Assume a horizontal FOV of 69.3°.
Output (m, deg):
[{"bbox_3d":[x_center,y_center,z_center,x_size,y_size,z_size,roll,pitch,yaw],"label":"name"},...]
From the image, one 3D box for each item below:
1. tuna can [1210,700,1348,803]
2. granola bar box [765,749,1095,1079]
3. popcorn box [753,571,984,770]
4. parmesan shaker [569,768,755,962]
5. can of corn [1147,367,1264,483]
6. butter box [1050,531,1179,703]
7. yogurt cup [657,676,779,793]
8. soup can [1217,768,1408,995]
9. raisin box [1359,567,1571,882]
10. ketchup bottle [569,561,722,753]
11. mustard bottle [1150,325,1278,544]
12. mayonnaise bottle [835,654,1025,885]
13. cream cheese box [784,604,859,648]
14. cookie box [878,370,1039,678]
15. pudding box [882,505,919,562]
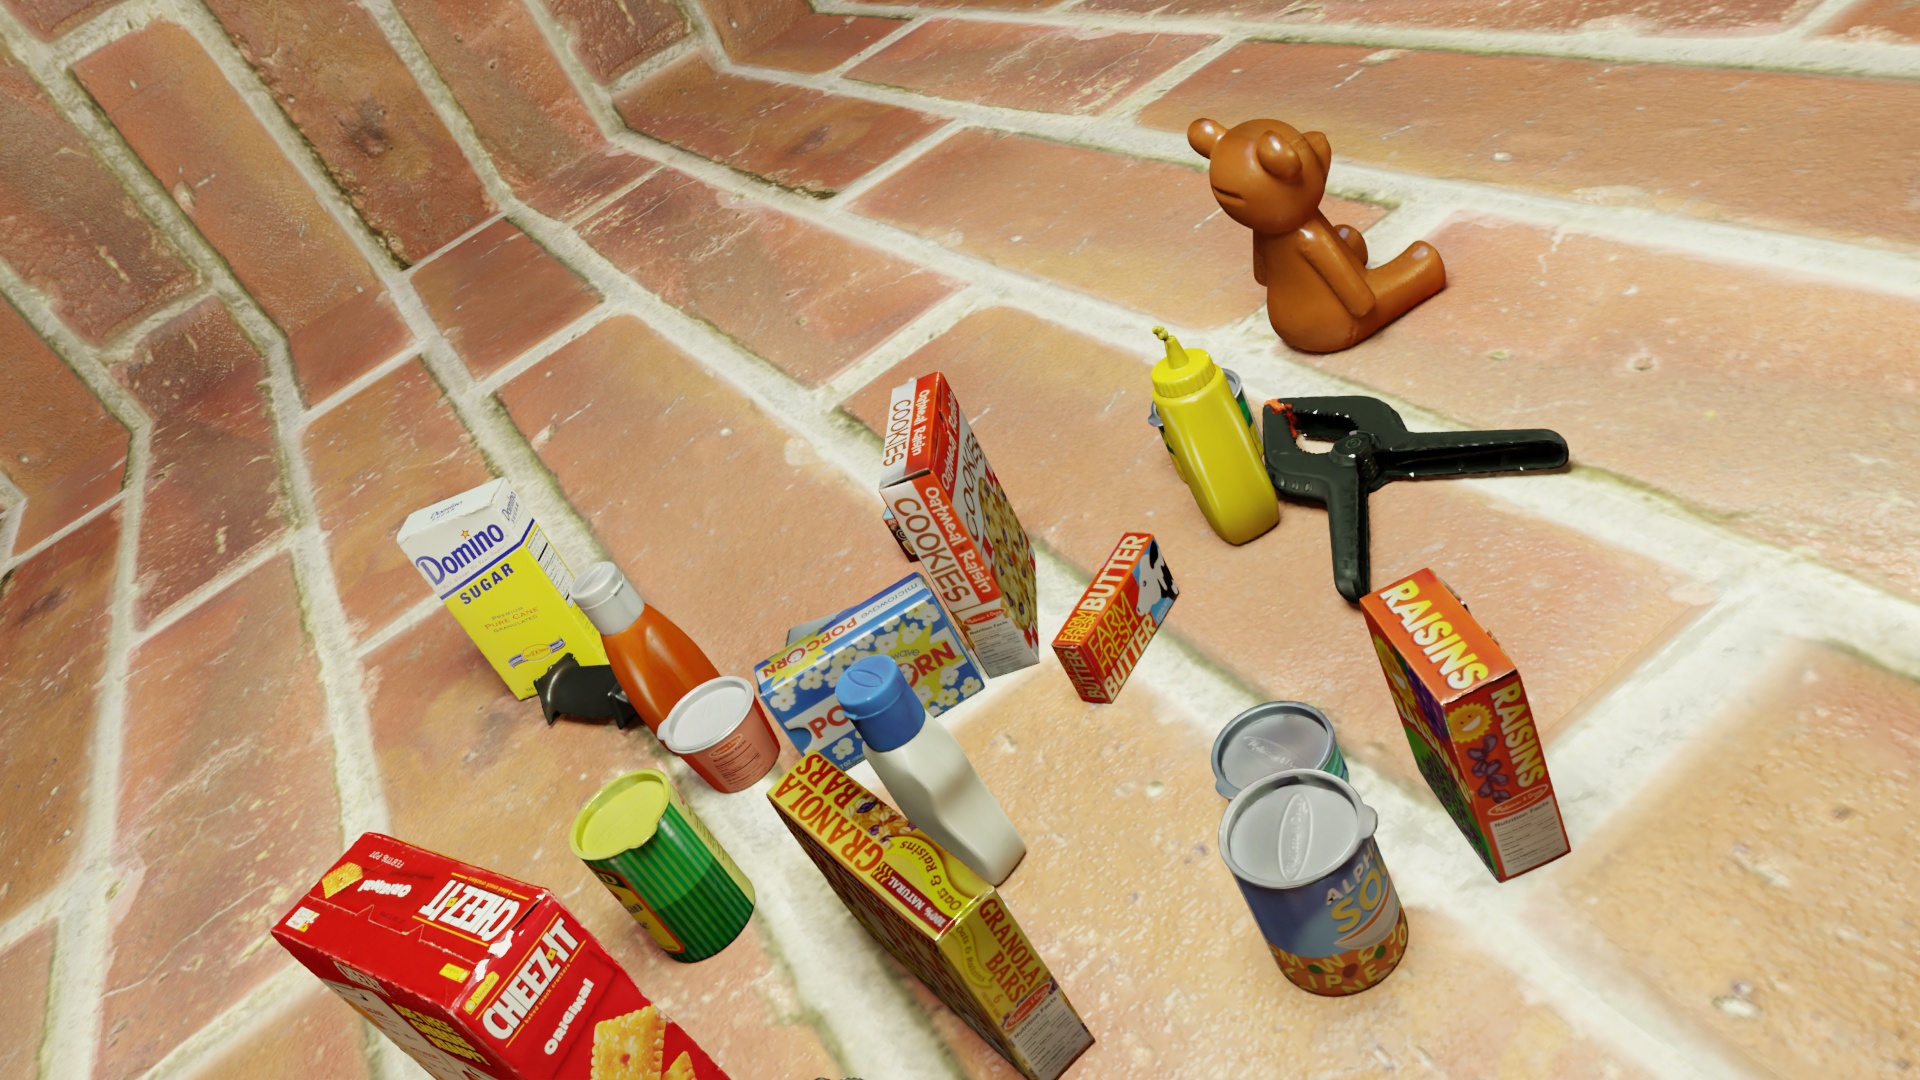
[{"bbox_3d":[0.167,0.121,0.731,0.071,0.032,0.071,-20,33,14],"label":"tuna can"},{"bbox_3d":[-0.019,0.186,0.695,0.039,0.123,0.166,-41,34,-18],"label":"granola bar box"},{"bbox_3d":[-0.058,0.089,0.901,0.127,0.085,0.038,-31,32,-3],"label":"popcorn box"},{"bbox_3d":[-0.174,0.195,0.823,0.071,0.102,0.072,-20,33,14],"label":"parmesan shaker"},{"bbox_3d":[0.173,-0.079,0.984,0.071,0.058,0.071,-20,33,14],"label":"can of corn"},{"bbox_3d":[0.098,0.047,0.868,0.024,0.053,0.104,3,44,41],"label":"butter box"},{"bbox_3d":[-0.159,0.134,0.945,0.072,0.053,0.073,-20,33,14],"label":"yogurt cup"},{"bbox_3d":[0.165,0.156,0.634,0.071,0.083,0.072,-20,33,14],"label":"soup can"},{"bbox_3d":[0.234,0.085,0.644,0.040,0.123,0.086,-26,32,5],"label":"raisin box"},{"bbox_3d":[-0.218,0.080,0.976,0.043,0.148,0.065,-4,39,34],"label":"ketchup bottle"},{"bbox_3d":[0.158,-0.073,0.891,0.049,0.159,0.065,-28,32,1],"label":"mustard bottle"},{"bbox_3d":[-0.019,0.126,0.758,0.065,0.147,0.041,13,50,47],"label":"mayonnaise bottle"},{"bbox_3d":[-0.063,0.070,0.960,0.103,0.053,0.024,-20,33,14],"label":"cream cheese box"},{"bbox_3d":[0.003,-0.012,0.917,0.040,0.166,0.123,-20,33,15],"label":"cookie box"},{"bbox_3d":[-0.010,-0.017,1.048,0.083,0.049,0.030,-13,35,24],"label":"pudding box"}]
